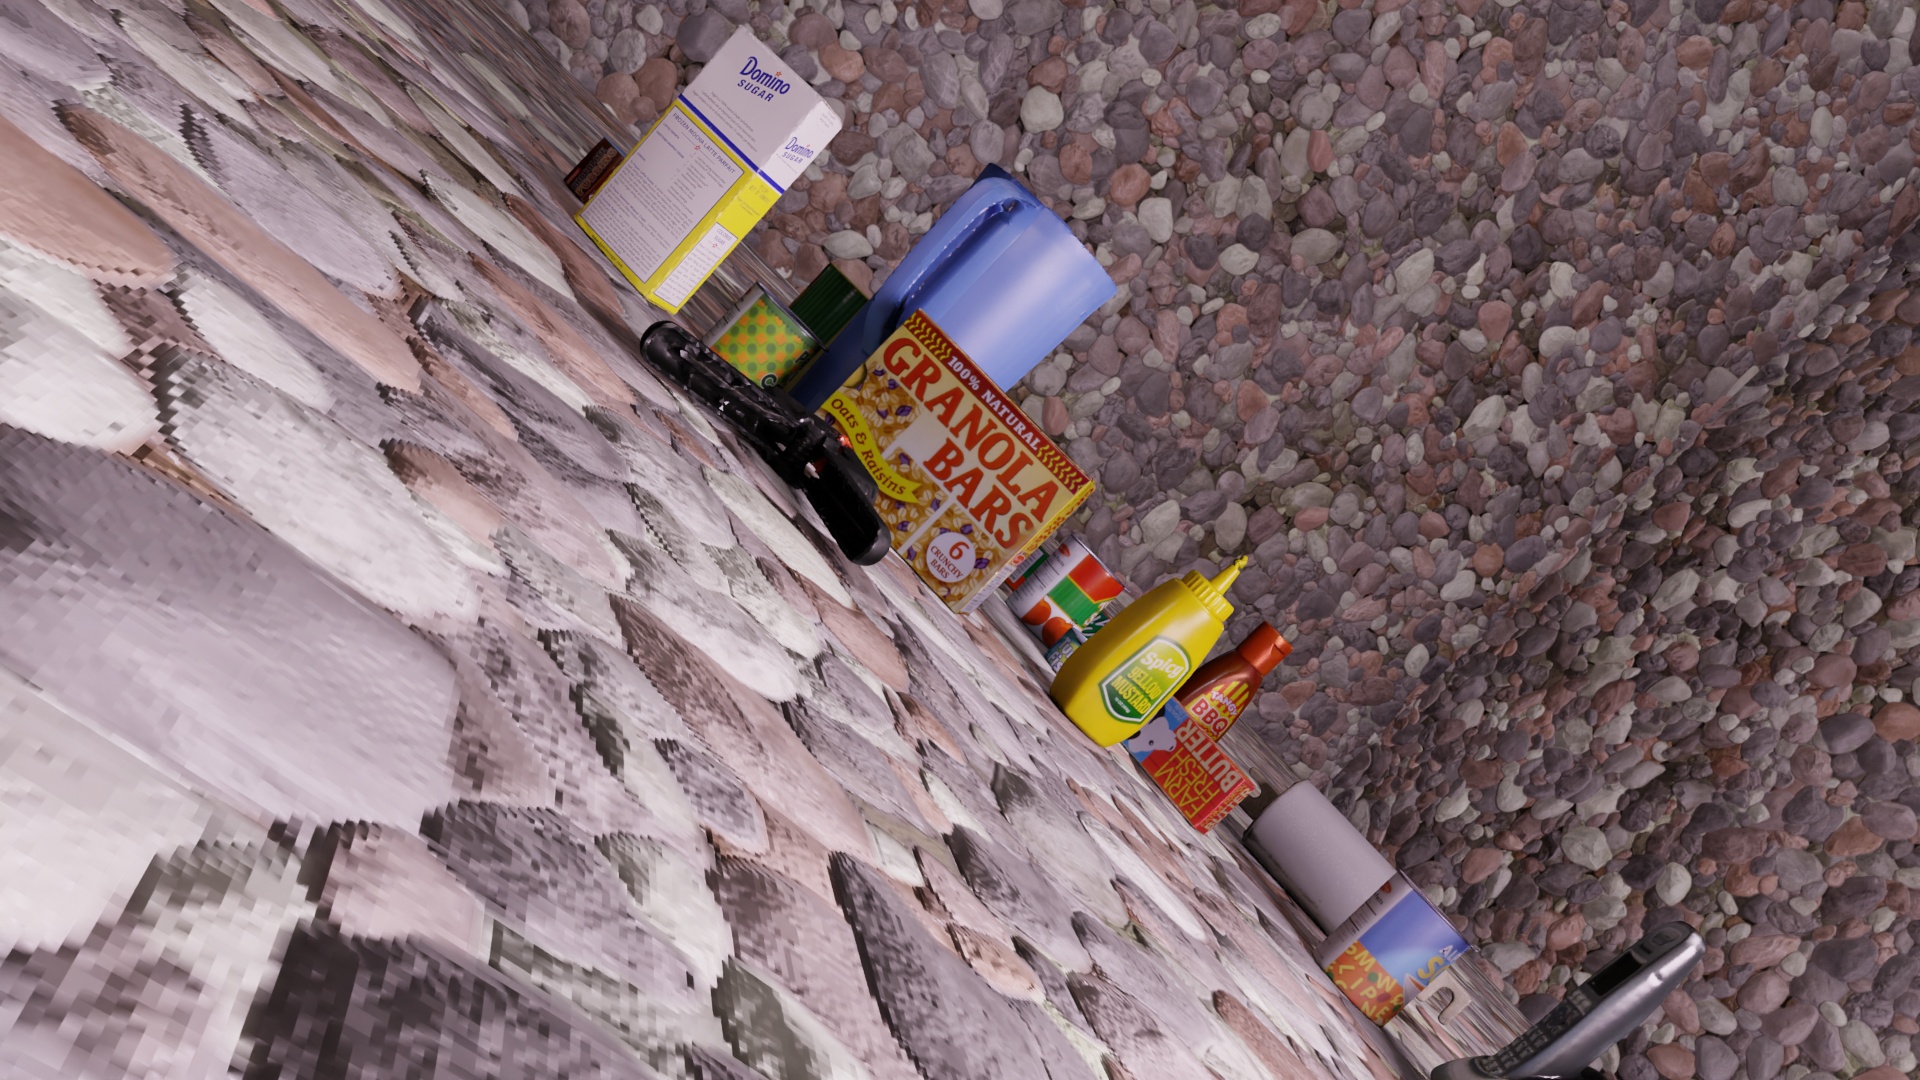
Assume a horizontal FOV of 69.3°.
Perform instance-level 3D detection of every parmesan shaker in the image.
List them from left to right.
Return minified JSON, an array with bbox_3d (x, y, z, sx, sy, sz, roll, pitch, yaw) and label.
[{"bbox_3d":[-0.119,-0.170,1.141,0.071,0.103,0.071,45,4,-4],"label":"parmesan shaker"}]

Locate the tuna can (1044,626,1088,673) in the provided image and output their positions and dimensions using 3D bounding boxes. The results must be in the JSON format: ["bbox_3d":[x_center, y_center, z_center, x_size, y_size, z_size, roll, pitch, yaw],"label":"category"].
[{"bbox_3d":[0.099,0.102,1.097,0.071,0.033,0.071,45,5,-4],"label":"tuna can"}]

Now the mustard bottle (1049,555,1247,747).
[{"bbox_3d":[0.134,0.066,0.930,0.065,0.160,0.049,43,5,-28],"label":"mustard bottle"}]

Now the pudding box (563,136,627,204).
[{"bbox_3d":[-0.270,-0.279,1.106,0.030,0.049,0.083,47,5,20],"label":"pudding box"}]

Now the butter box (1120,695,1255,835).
[{"bbox_3d":[0.163,0.161,1.017,0.024,0.053,0.104,40,6,-47],"label":"butter box"}]

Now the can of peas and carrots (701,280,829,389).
[{"bbox_3d":[-0.138,-0.138,0.982,0.071,0.058,0.071,45,5,-4],"label":"can of peas and carrots"}]

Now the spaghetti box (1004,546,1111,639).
[{"bbox_3d":[0.085,0.049,1.322,0.251,0.050,0.028,47,5,25],"label":"spaghetti box"}]

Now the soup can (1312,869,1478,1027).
[{"bbox_3d":[0.293,0.278,0.939,0.071,0.083,0.071,45,4,-4],"label":"soup can"}]

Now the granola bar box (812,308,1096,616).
[{"bbox_3d":[-0.012,-0.052,0.914,0.166,0.124,0.039,46,4,12],"label":"granola bar box"}]

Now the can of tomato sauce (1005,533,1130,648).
[{"bbox_3d":[0.092,0.047,1.196,0.071,0.083,0.071,45,4,-4],"label":"can of tomato sauce"}]

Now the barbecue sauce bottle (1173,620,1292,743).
[{"bbox_3d":[0.235,0.136,1.257,0.064,0.148,0.044,43,5,-24],"label":"barbecue sauce bottle"}]
